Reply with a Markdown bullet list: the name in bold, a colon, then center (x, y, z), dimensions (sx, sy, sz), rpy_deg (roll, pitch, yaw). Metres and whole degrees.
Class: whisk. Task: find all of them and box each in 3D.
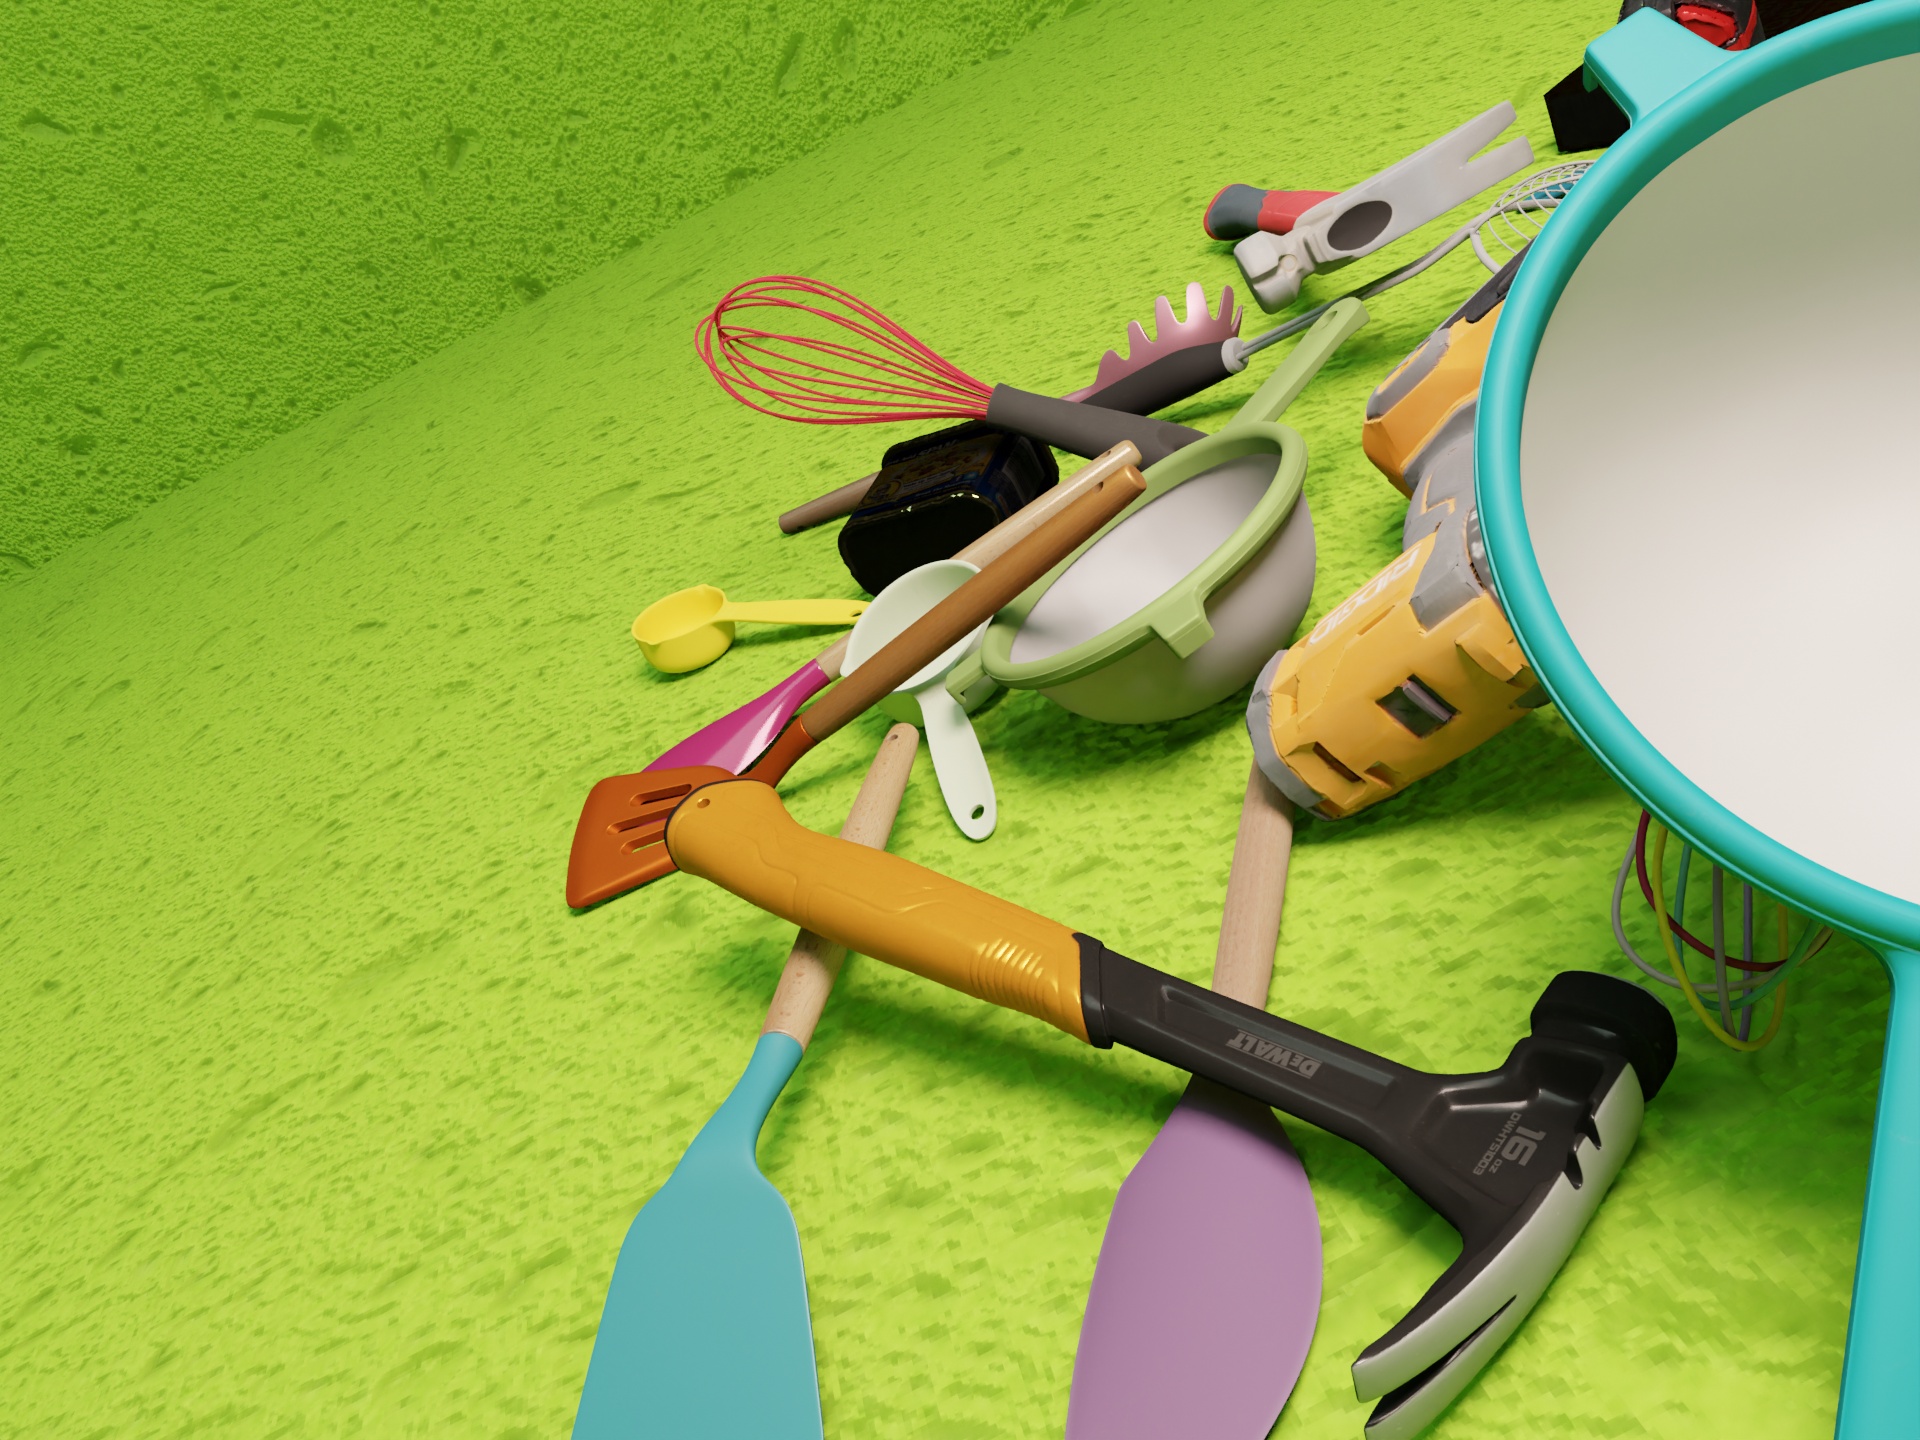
- **whisk**: center (-0.001, -0.166, 0.810), dimensions (0.296, 0.073, 0.073), rpy_deg (18, 43, 12)
- **whisk**: center (0.215, -0.013, 0.440), dimensions (0.047, 0.051, 0.245), rpy_deg (22, 49, 5)

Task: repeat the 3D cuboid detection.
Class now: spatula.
- **spatula**: center (0.086, 0.076, 0.476), dimensions (0.060, 0.018, 0.316), rpy_deg (-10, 33, 24)
- **spatula**: center (-0.053, -0.014, 0.678), dimensions (0.322, 0.041, 0.081), rpy_deg (-36, 34, 28)
- **spatula**: center (-0.050, 0.100, 0.536), dimensions (0.082, 0.044, 0.318), rpy_deg (-16, 29, 23)

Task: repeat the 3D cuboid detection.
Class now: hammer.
- **hammer**: center (0.205, -0.302, 0.925), dimensions (0.143, 0.038, 0.386), rpy_deg (-28, 16, 10)
- **hammer**: center (0.016, 0.077, 0.465), dimensions (0.337, 0.034, 0.127), rpy_deg (16, 46, 43)

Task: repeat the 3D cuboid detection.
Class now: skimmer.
- **skimmer**: center (0.203, -0.183, 0.807), dimensions (0.363, 0.090, 0.127), rpy_deg (-18, 23, 42)

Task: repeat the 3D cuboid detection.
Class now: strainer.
- **strainer**: center (0.202, 0.018, 0.327), dimensions (0.211, 0.095, 0.340), rpy_deg (11, 77, 17)
- **strainer**: center (0.115, -0.080, 0.652), dimensions (0.256, 0.069, 0.151), rpy_deg (-49, 21, -29)

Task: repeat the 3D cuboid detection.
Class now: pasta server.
- **pasta server**: center (0.022, -0.177, 0.958), dimensions (0.316, 0.060, 0.040), rpy_deg (-19, 65, 24)

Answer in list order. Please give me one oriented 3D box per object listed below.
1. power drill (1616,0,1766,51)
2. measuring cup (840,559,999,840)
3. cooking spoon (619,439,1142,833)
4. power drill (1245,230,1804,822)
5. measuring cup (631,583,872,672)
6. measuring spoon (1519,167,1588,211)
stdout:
- **power drill**: center (0.427, -0.327, 0.726), dimensions (0.220, 0.143, 0.079), rpy_deg (-9, 35, 37)
- **measuring cup**: center (-0.001, -0.002, 0.687), dimensions (0.083, 0.038, 0.168), rpy_deg (-31, 43, 13)
- **cooking spoon**: center (-0.046, -0.040, 0.774), dimensions (0.319, 0.017, 0.069), rpy_deg (-35, 27, 2)
- **power drill**: center (0.192, -0.084, 0.525), dimensions (0.185, 0.084, 0.226), rpy_deg (-45, 9, 46)
- **measuring cup**: center (-0.111, -0.049, 0.884), dimensions (0.156, 0.029, 0.062), rpy_deg (1, 37, 25)
- **measuring spoon**: center (0.373, -0.306, 0.883), dimensions (0.128, 0.021, 0.042), rpy_deg (-18, 28, 38)
